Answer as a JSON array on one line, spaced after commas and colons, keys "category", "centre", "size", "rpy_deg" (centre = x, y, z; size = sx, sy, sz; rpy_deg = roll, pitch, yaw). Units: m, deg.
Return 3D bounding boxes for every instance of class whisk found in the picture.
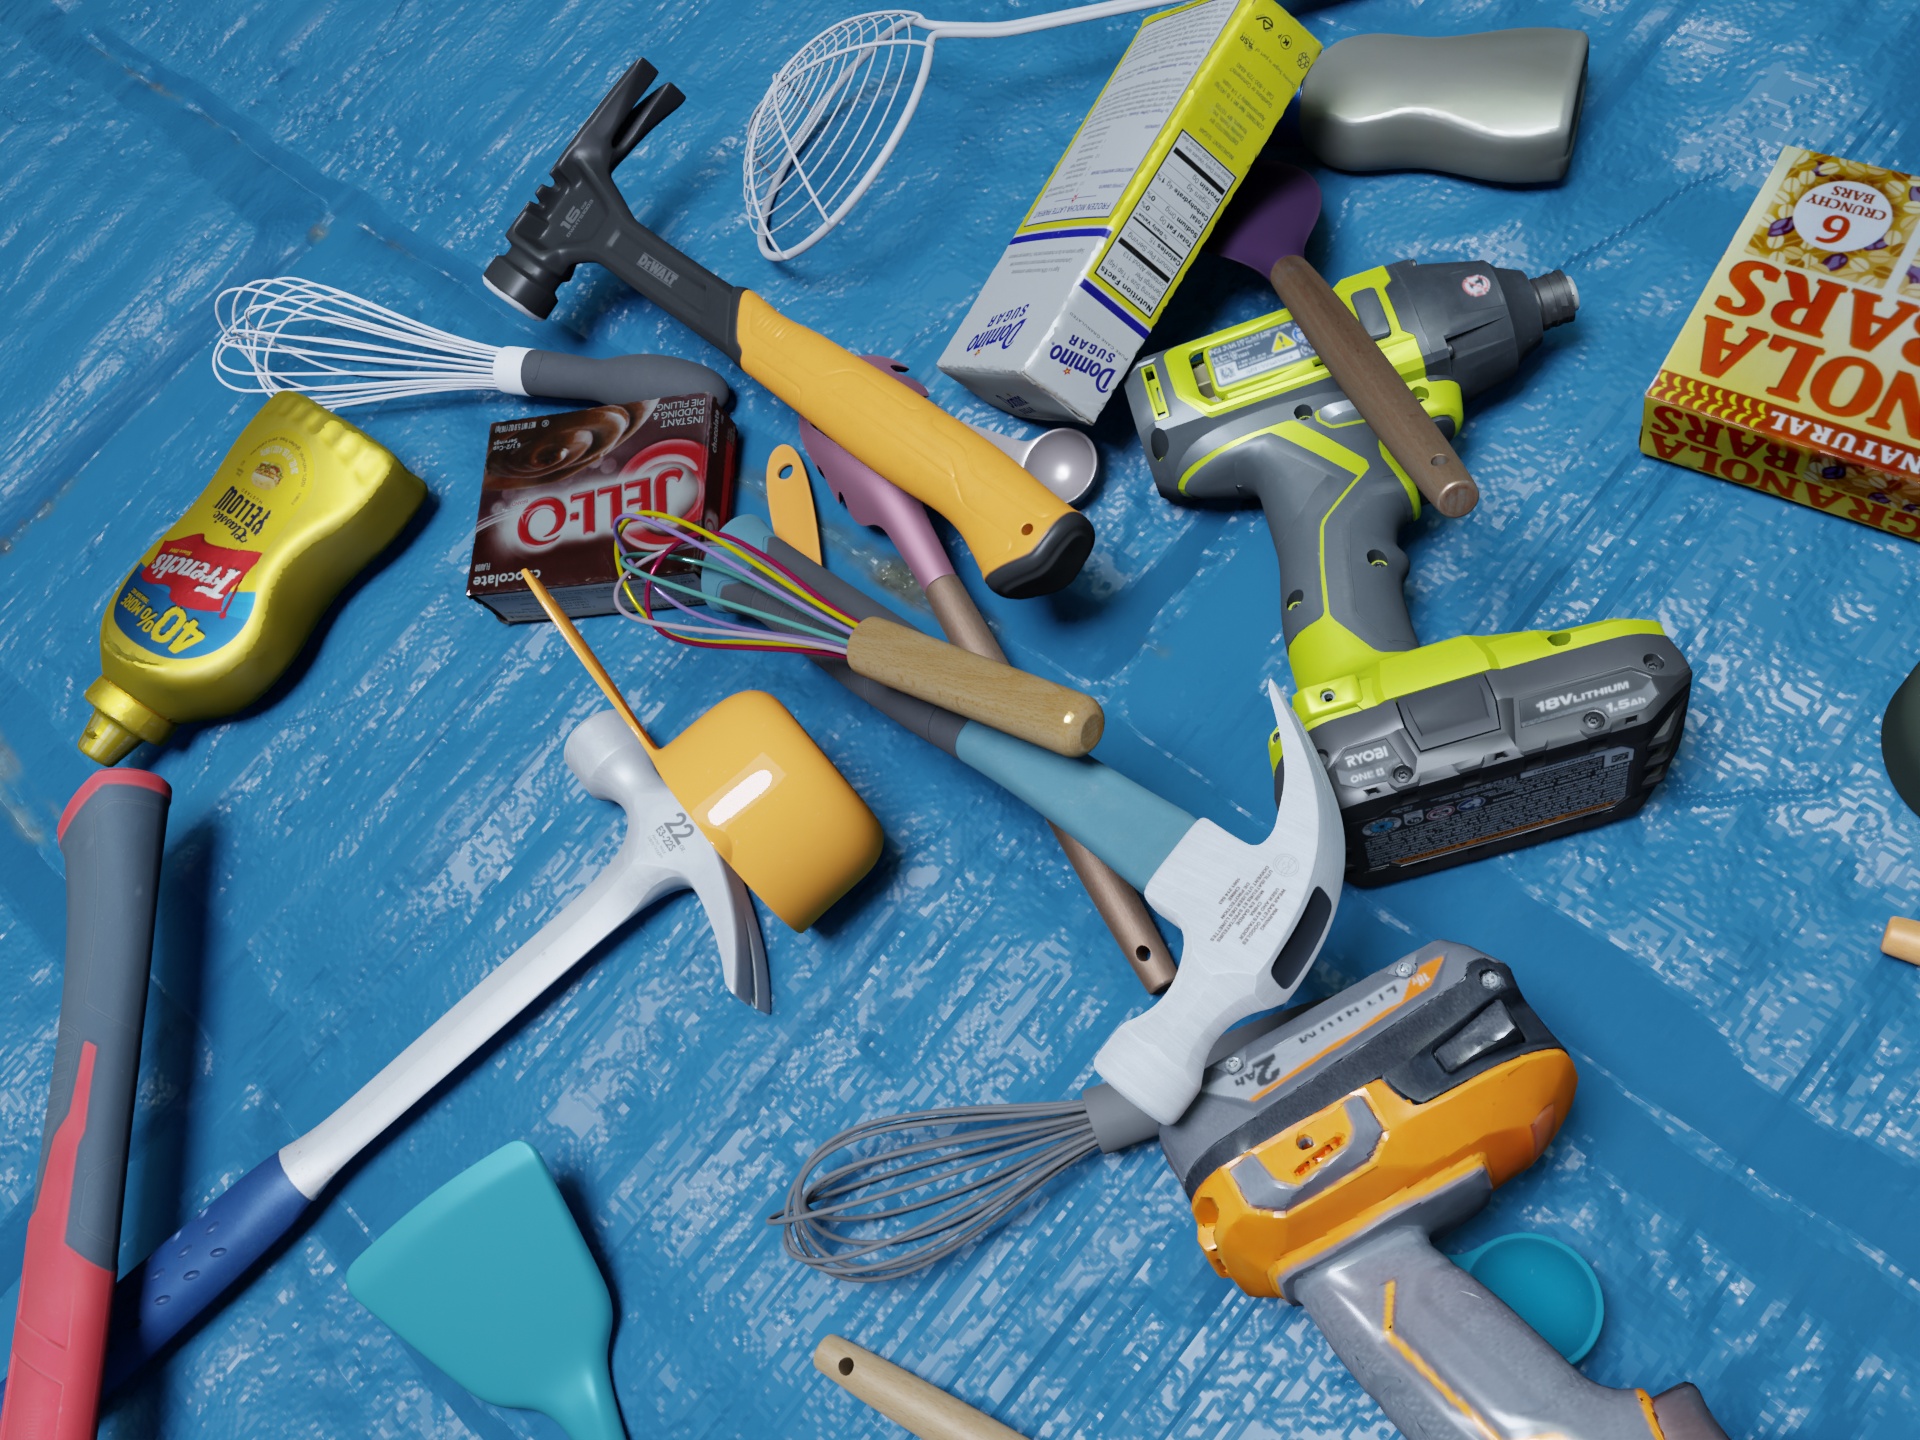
[{"category": "whisk", "centre": [-0.048, -0.030, 0.578], "size": [0.245, 0.051, 0.047], "rpy_deg": [22, 95, 37]}, {"category": "whisk", "centre": [0.047, 0.135, 0.541], "size": [0.239, 0.055, 0.055], "rpy_deg": [-21, 62, 4]}, {"category": "whisk", "centre": [-0.241, -0.171, 0.768], "size": [0.285, 0.070, 0.070], "rpy_deg": [10, 70, 17]}]

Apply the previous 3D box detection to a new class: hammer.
[{"category": "hammer", "centre": [-0.069, -0.158, 0.662], "size": [0.337, 0.034, 0.127], "rpy_deg": [40, 96, 28]}, {"category": "hammer", "centre": [-0.001, -0.002, 0.571], "size": [0.128, 0.033, 0.331], "rpy_deg": [-50, 47, -6]}, {"category": "hammer", "centre": [-0.318, 0.194, 0.594], "size": [0.143, 0.038, 0.387], "rpy_deg": [-13, 63, 11]}, {"category": "hammer", "centre": [-0.249, 0.175, 0.622], "size": [0.405, 0.035, 0.144], "rpy_deg": [-41, 61, -3]}]

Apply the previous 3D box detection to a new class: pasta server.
[{"category": "pasta server", "centre": [0.008, -0.031, 0.637], "size": [0.060, 0.040, 0.316], "rpy_deg": [-36, 65, 17]}]

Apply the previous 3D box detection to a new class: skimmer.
[{"category": "skimmer", "centre": [0.072, -0.298, 0.734], "size": [0.363, 0.090, 0.127], "rpy_deg": [-12, 43, 1]}]

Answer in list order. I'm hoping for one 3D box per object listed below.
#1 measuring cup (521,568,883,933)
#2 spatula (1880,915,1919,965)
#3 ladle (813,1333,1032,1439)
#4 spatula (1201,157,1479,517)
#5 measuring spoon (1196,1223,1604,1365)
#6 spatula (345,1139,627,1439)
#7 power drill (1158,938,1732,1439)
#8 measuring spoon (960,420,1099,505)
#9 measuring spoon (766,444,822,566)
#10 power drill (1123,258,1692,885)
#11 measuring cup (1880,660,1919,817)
[{"category": "measuring cup", "centre": [-0.095, -0.002, 0.601], "size": [0.052, 0.095, 0.173], "rpy_deg": [-38, 89, -4]}, {"category": "spatula", "centre": [0.434, 0.115, 0.439], "size": [0.323, 0.041, 0.081], "rpy_deg": [18, 73, 28]}, {"category": "ladle", "centre": [0.088, 0.264, 0.478], "size": [0.320, 0.062, 0.078], "rpy_deg": [17, 73, 31]}, {"category": "spatula", "centre": [0.131, -0.157, 0.587], "size": [0.060, 0.018, 0.316], "rpy_deg": [-18, 36, 7]}, {"category": "measuring spoon", "centre": [0.139, 0.178, 0.511], "size": [0.129, 0.021, 0.042], "rpy_deg": [5, 56, 29]}, {"category": "spatula", "centre": [-0.098, 0.289, 0.518], "size": [0.082, 0.044, 0.318], "rpy_deg": [-37, 62, -5]}, {"category": "power drill", "centre": [0.169, 0.174, 0.430], "size": [0.164, 0.084, 0.227], "rpy_deg": [-29, 49, -1]}, {"category": "measuring spoon", "centre": [0.007, -0.116, 0.686], "size": [0.124, 0.018, 0.034], "rpy_deg": [19, 86, 31]}, {"category": "measuring spoon", "centre": [-0.068, -0.074, 0.693], "size": [0.021, 0.011, 0.117], "rpy_deg": [-24, 58, 15]}, {"category": "power drill", "centre": [0.166, -0.067, 0.577], "size": [0.171, 0.080, 0.223], "rpy_deg": [-17, 59, 11]}, {"category": "measuring cup", "centre": [0.380, 0.015, 0.490], "size": [0.168, 0.038, 0.083], "rpy_deg": [18, 73, 26]}]
